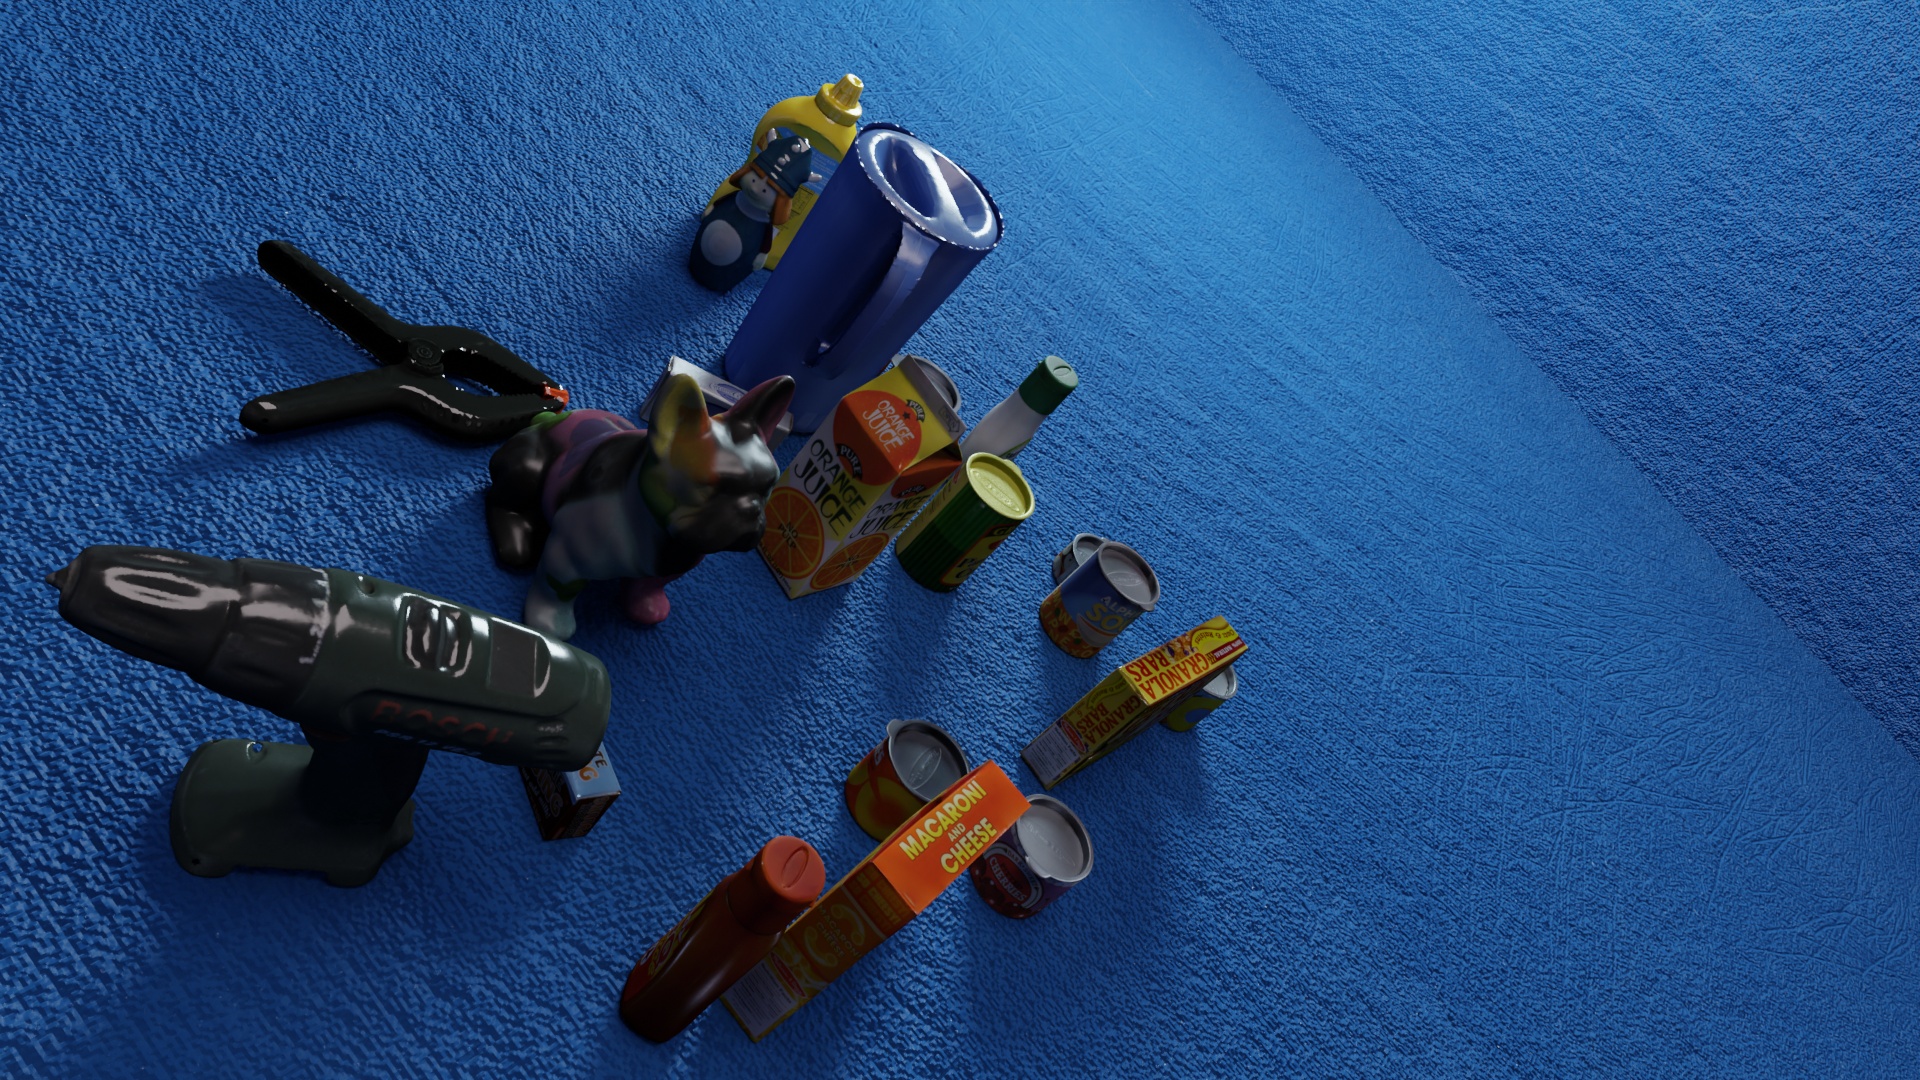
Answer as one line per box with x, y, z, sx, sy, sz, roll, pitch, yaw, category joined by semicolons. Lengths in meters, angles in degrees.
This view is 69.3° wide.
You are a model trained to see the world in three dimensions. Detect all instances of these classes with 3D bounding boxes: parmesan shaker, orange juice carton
0.004;-0.014;1.115;0.071;0.102;0.072;26;38;-23;parmesan shaker
-0.069;-0.046;0.998;0.073;0.191;0.072;-15;64;-51;orange juice carton

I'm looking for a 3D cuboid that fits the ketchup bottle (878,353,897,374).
-0.045;-0.214;1.237;0.043;0.148;0.065;34;36;-13;ketchup bottle

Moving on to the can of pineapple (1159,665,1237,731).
0.194;0.123;1.197;0.071;0.057;0.071;26;38;-23;can of pineapple

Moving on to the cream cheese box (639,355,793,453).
-0.186;-0.095;1.057;0.104;0.053;0.024;26;38;-23;cream cheese box

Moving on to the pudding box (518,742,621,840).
-0.228;0.122;0.792;0.030;0.049;0.084;-1;54;-45;pudding box

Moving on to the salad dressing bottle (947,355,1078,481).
0.043;-0.099;1.204;0.044;0.147;0.064;51;35;11;salad dressing bottle

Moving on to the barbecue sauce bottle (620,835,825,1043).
-0.122;0.205;0.723;0.043;0.148;0.065;39;35;-6;barbecue sauce bottle

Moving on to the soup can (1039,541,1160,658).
0.118;0.053;1.173;0.071;0.083;0.072;26;38;-23;soup can

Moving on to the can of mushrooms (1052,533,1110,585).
0.118;0.028;1.244;0.071;0.033;0.071;26;38;-23;can of mushrooms

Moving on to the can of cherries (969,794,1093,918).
0.047;0.218;0.952;0.071;0.058;0.072;26;38;-23;can of cherries

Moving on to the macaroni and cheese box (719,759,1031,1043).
-0.049;0.202;0.781;0.040;0.165;0.124;49;35;8;macaroni and cheese box

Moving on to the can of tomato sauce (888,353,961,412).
-0.051;-0.106;1.175;0.071;0.082;0.071;26;38;-23;can of tomato sauce

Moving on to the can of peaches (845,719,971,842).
-0.037;0.161;0.931;0.071;0.057;0.071;26;38;-23;can of peaches

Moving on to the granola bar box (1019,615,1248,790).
0.138;0.125;1.083;0.166;0.123;0.039;-18;67;-52;granola bar box
